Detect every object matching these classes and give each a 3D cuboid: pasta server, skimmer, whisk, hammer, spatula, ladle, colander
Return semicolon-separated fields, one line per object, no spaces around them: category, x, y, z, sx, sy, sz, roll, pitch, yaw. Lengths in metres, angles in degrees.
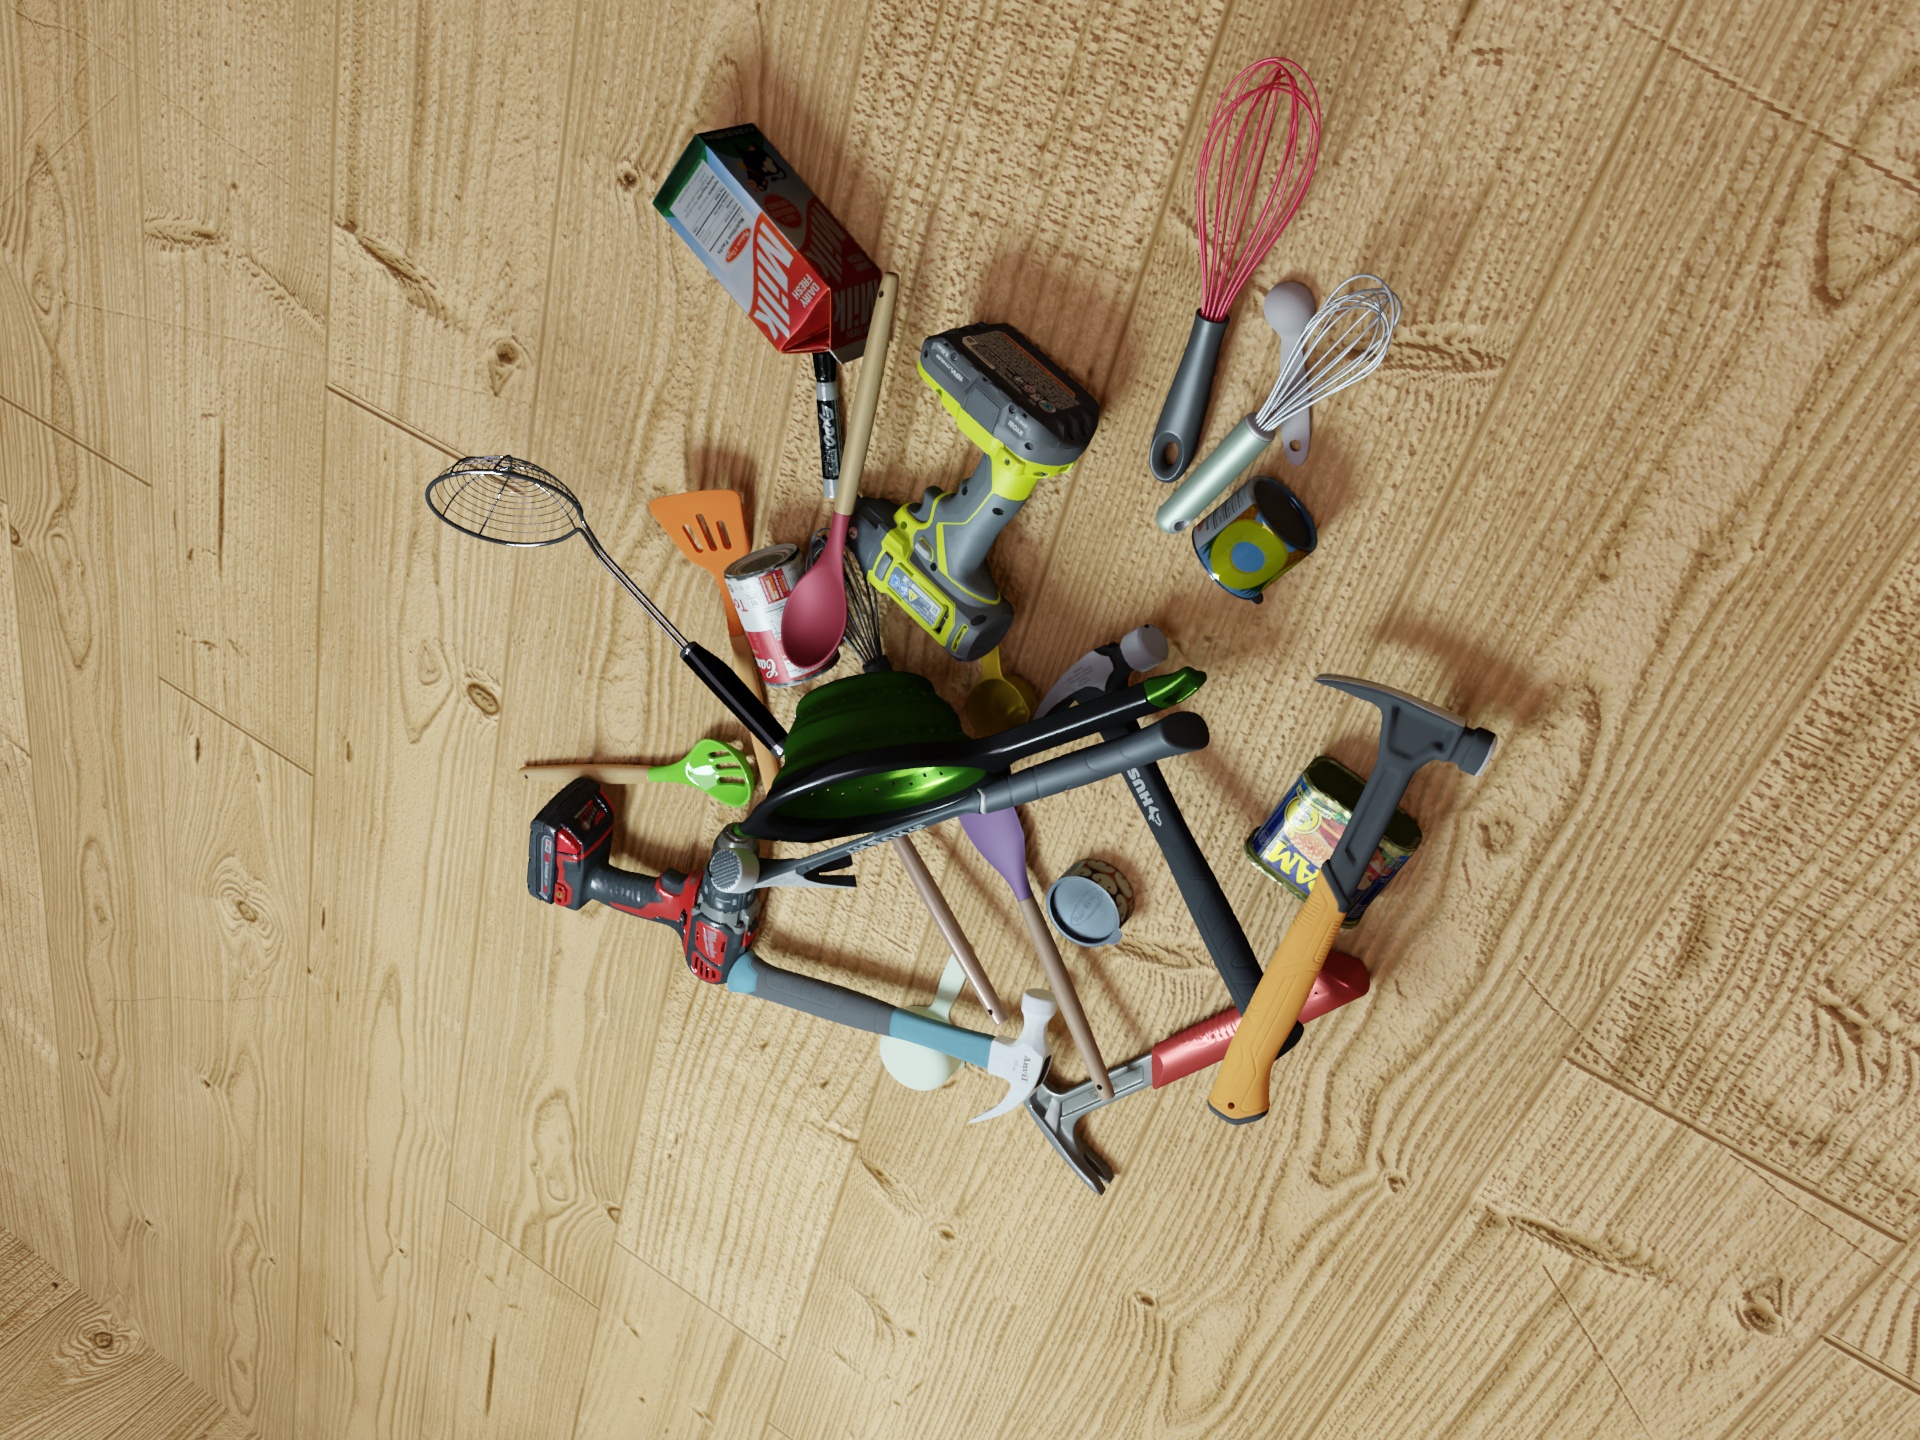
pasta server;-0.047;0.122;1.357;0.060;0.040;0.316;-33;84;42
skimmer;-0.292;-0.086;1.343;0.363;0.090;0.127;46;149;-1
whisk;-0.068;-0.048;1.310;0.055;0.055;0.238;-12;111;35
hammer;0.005;0.069;1.221;0.409;0.149;0.036;-21;73;30
hammer;0.194;0.283;1.320;0.359;0.037;0.149;-35;93;39
spatula;-0.192;-0.050;1.384;0.081;0.041;0.322;-5;114;12
ladle;-0.085;-0.182;1.201;0.069;0.031;0.315;35;123;34
whisk;0.170;-0.283;1.041;0.073;0.073;0.295;27;131;17
hammer;-0.070;0.267;1.436;0.331;0.033;0.128;12;100;27
spatula;0.063;0.173;1.335;0.060;0.018;0.316;-22;92;38
colander;-0.002;-0.004;1.203;0.397;0.204;0.095;-20;72;30
whisk;0.204;-0.201;1.057;0.246;0.057;0.059;-46;56;47
hammer;0.164;0.104;1.199;0.146;0.035;0.335;-32;82;45
hammer;0.246;0.134;1.119;0.127;0.034;0.336;25;105;14

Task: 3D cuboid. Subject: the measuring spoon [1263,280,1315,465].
measuring spoon;0.220;-0.228;1.059;0.034;0.018;0.124;5;116;29

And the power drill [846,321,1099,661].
power drill;-0.005;-0.175;1.184;0.171;0.080;0.223;45;132;18

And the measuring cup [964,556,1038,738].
measuring cup;0.030;-0.058;1.262;0.062;0.029;0.156;0;101;35

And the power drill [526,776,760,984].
power drill;-0.291;0.138;1.504;0.227;0.080;0.187;24;129;10

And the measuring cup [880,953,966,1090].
measuring cup;-0.026;0.271;1.445;0.083;0.038;0.167;31;126;15

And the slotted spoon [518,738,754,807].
slotted spoon;-0.313;0.049;1.517;0.314;0.031;0.070;-1;115;34
